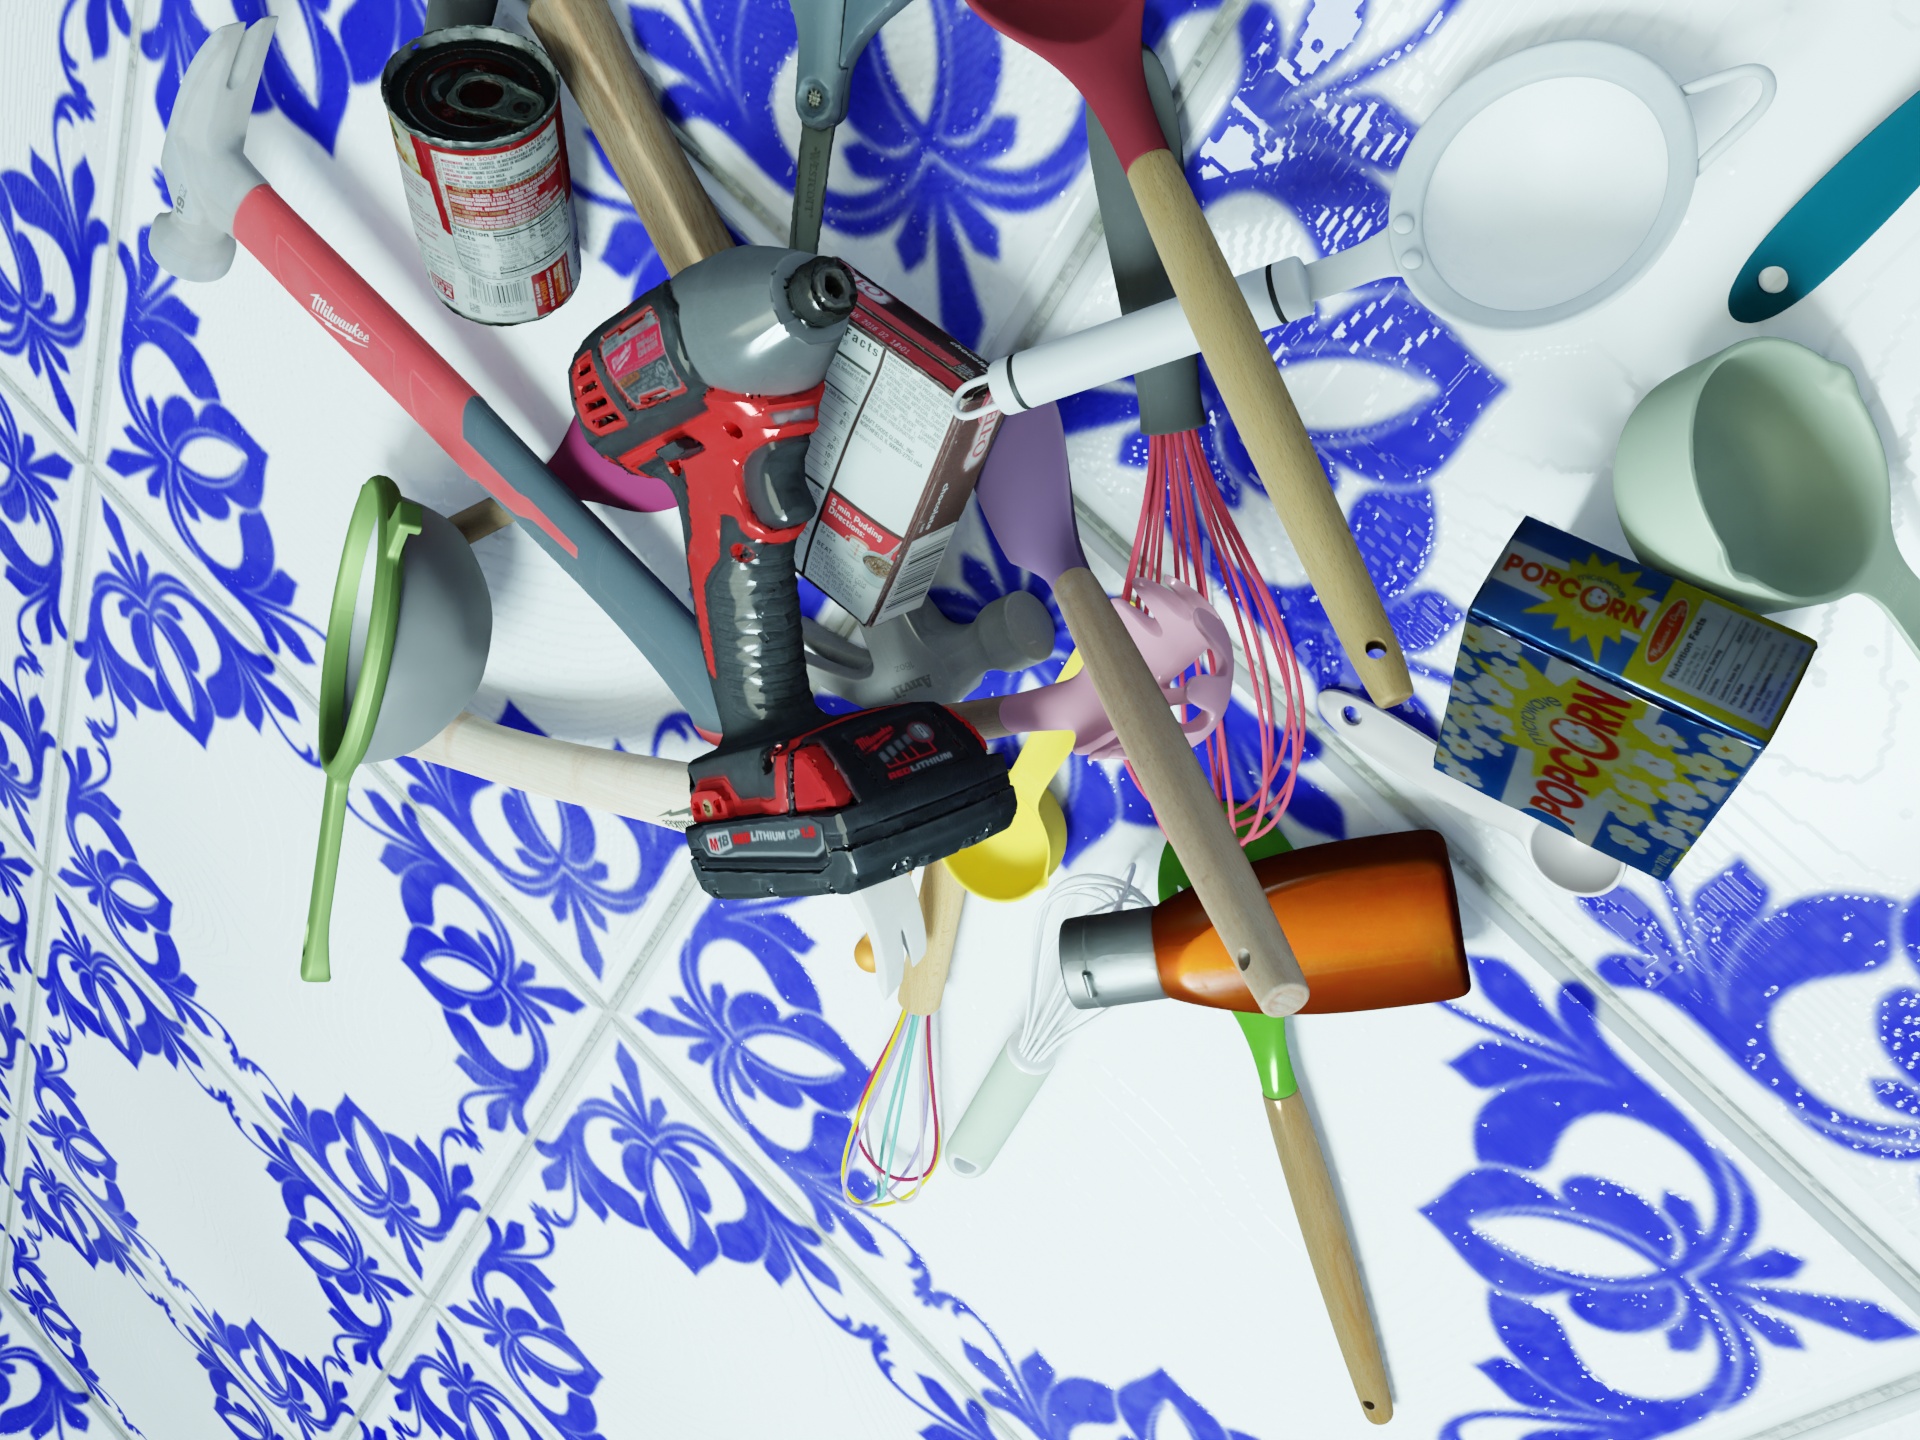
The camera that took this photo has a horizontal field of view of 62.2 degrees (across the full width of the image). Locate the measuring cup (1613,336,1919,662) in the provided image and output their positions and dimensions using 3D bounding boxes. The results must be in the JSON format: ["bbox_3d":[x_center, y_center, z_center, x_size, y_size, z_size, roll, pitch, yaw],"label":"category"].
[{"bbox_3d":[0.254,-0.037,0.463,0.167,0.083,0.038,42,159,-14],"label":"measuring cup"}]

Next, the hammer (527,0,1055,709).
[{"bbox_3d":[-0.087,-0.150,0.666,0.130,0.031,0.331,-22,100,42],"label":"hammer"}]

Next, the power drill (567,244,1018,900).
[{"bbox_3d":[-0.062,-0.053,0.562,0.143,0.078,0.219,-11,96,50],"label":"power drill"}]

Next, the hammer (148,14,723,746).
[{"bbox_3d":[-0.219,-0.141,0.737,0.386,0.038,0.143,45,132,0],"label":"hammer"}]

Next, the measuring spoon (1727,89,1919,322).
[{"bbox_3d":[0.254,-0.156,0.422,0.042,0.021,0.128,44,142,9],"label":"measuring spoon"}]

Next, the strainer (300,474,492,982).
[{"bbox_3d":[-0.281,0.009,0.799,0.152,0.069,0.256,22,103,61],"label":"strainer"}]

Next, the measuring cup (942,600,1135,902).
[{"bbox_3d":[0.040,0.011,0.673,0.062,0.029,0.156,37,119,14],"label":"measuring cup"}]

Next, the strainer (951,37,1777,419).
[{"bbox_3d":[0.110,-0.136,0.490,0.258,0.050,0.087,-13,74,26],"label":"strainer"}]

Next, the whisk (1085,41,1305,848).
[{"bbox_3d":[0.078,-0.084,0.563,0.073,0.073,0.295,2,111,36],"label":"whisk"}]

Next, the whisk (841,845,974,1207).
[{"bbox_3d":[-0.021,0.154,0.788,0.047,0.051,0.244,15,121,5],"label":"whisk"}]

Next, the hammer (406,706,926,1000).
[{"bbox_3d":[-0.188,0.036,0.814,0.411,0.038,0.146,10,134,41],"label":"hammer"}]

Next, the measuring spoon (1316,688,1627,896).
[{"bbox_3d":[0.184,0.020,0.574,0.124,0.018,0.034,35,135,25],"label":"measuring spoon"}]

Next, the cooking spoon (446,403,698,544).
[{"bbox_3d":[-0.232,-0.107,0.807,0.319,0.017,0.068,-15,105,40],"label":"cooking spoon"}]

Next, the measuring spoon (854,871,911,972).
[{"bbox_3d":[-0.037,0.082,0.772,0.021,0.011,0.116,30,129,20],"label":"measuring spoon"}]

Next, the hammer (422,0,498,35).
[{"bbox_3d":[-0.173,-0.349,0.599,0.331,0.033,0.128,-54,53,46],"label":"hammer"}]

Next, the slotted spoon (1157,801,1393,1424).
[{"bbox_3d":[0.145,0.180,0.683,0.070,0.031,0.313,-4,113,38],"label":"slotted spoon"}]

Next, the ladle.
[{"bbox_3d":[0.068,-0.148,0.479,0.069,0.031,0.316,-23,74,11],"label":"ladle"}]

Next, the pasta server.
[{"bbox_3d":[-0.001,-0.002,0.620,0.316,0.040,0.060,-9,68,56],"label":"pasta server"}]

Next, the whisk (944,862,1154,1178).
[{"bbox_3d":[0.035,0.148,0.735,0.058,0.059,0.246,26,135,3],"label":"whisk"}]

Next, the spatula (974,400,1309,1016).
[{"bbox_3d":[0.044,-0.031,0.505,0.316,0.018,0.059,-109,36,-48],"label":"spatula"}]
